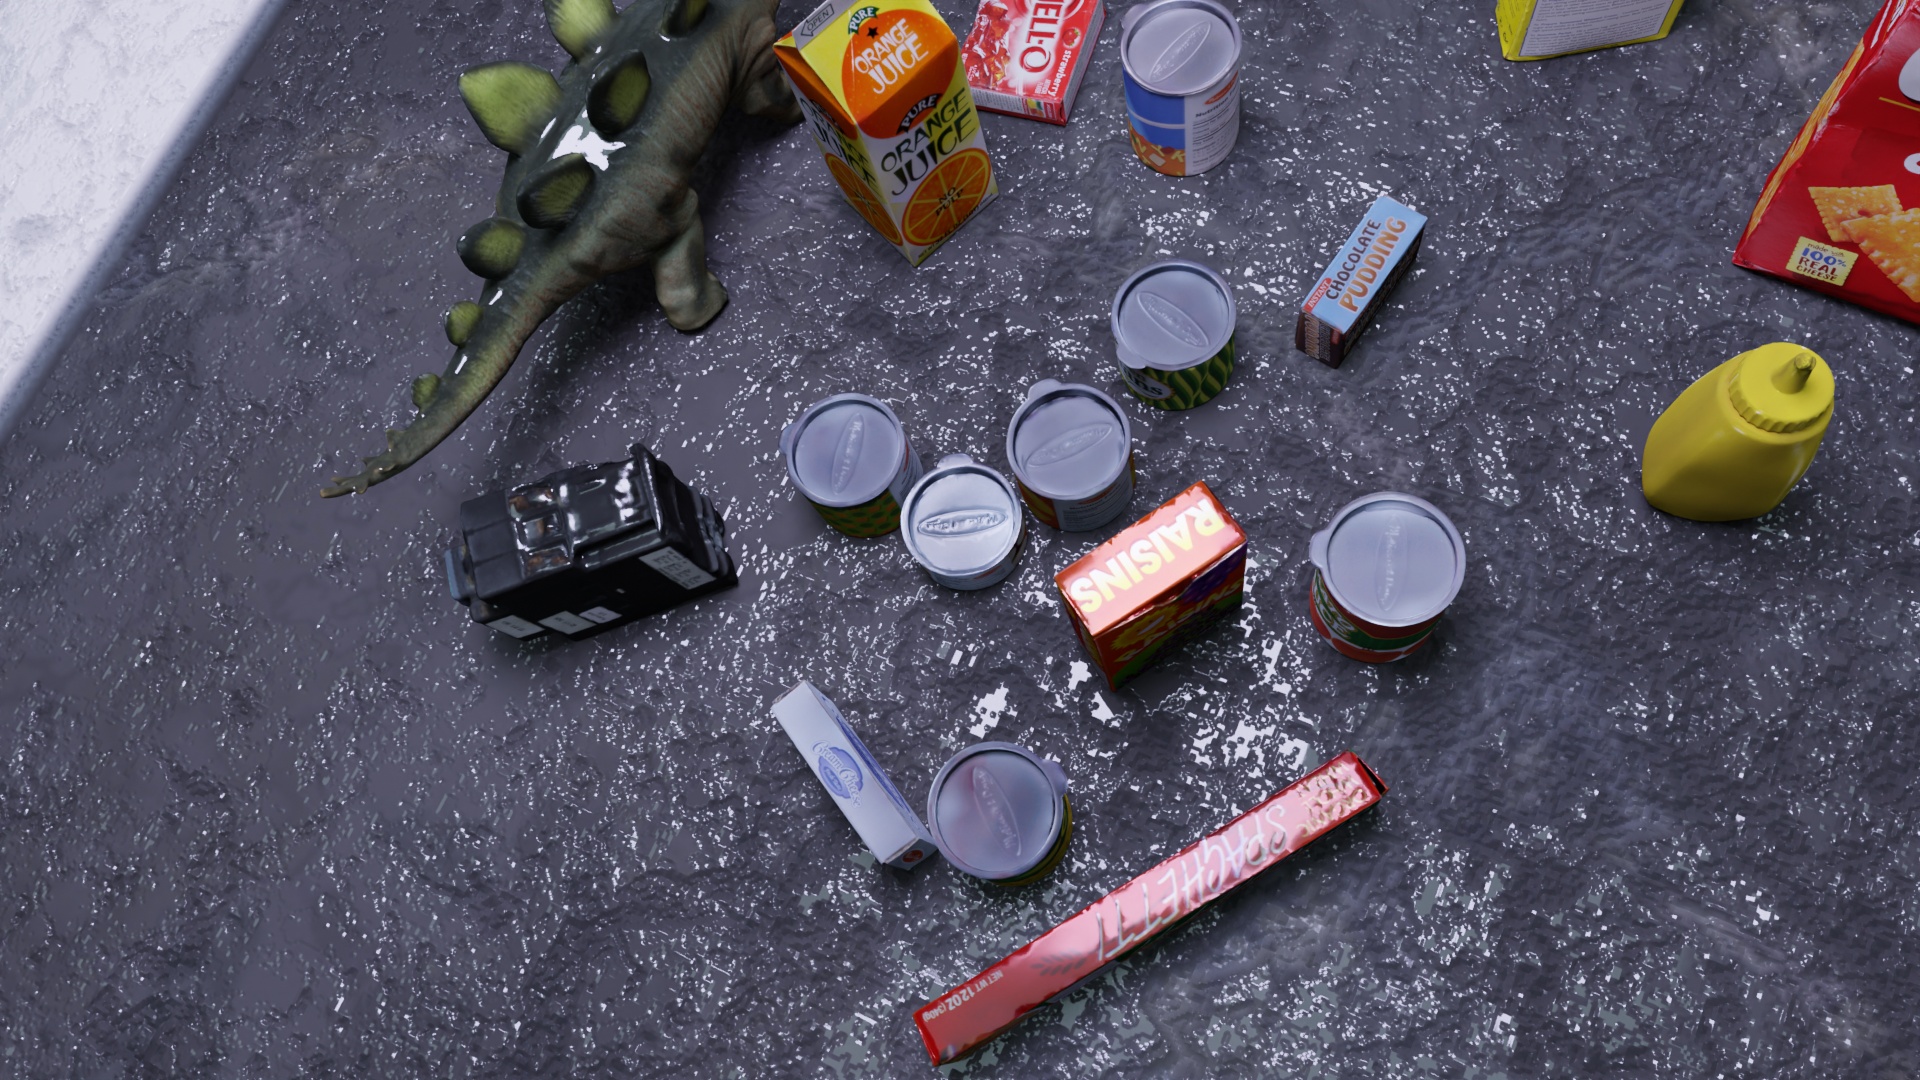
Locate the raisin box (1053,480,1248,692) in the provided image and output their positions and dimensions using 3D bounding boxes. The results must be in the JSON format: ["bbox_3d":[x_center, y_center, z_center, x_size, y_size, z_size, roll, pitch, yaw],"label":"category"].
[{"bbox_3d":[0.096,0.027,0.687,0.086,0.123,0.040,-32,69,-1],"label":"raisin box"}]

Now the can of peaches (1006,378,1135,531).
[{"bbox_3d":[0.060,-0.046,0.753,0.071,0.058,0.071,-3,71,9],"label":"can of peaches"}]

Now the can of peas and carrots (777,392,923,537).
[{"bbox_3d":[-0.060,-0.041,0.772,0.071,0.058,0.071,-3,71,9],"label":"can of peas and carrots"}]

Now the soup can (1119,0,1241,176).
[{"bbox_3d":[0.126,-0.262,0.801,0.071,0.083,0.071,-3,71,9],"label":"soup can"}]

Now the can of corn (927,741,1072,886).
[{"bbox_3d":[0.024,0.137,0.697,0.071,0.058,0.071,-3,71,9],"label":"can of corn"}]

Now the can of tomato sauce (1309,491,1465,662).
[{"bbox_3d":[0.208,0.021,0.691,0.071,0.083,0.071,-3,71,9],"label":"can of tomato sauce"}]

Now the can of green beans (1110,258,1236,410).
[{"bbox_3d":[0.118,-0.112,0.765,0.071,0.057,0.071,-3,71,9],"label":"can of green beans"}]

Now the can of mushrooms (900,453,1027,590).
[{"bbox_3d":[0.003,-0.010,0.764,0.071,0.033,0.071,-3,71,9],"label":"can of mushrooms"}]

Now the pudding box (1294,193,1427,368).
[{"bbox_3d":[0.219,-0.142,0.762,0.030,0.049,0.084,34,80,18],"label":"pudding box"}]

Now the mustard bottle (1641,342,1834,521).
[{"bbox_3d":[0.368,-0.054,0.646,0.065,0.160,0.049,10,74,13],"label":"mustard bottle"}]

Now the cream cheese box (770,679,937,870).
[{"bbox_3d":[-0.055,0.123,0.718,0.024,0.053,0.104,-38,69,-3],"label":"cream cheese box"}]

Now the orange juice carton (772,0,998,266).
[{"bbox_3d":[-0.040,-0.240,0.765,0.072,0.192,0.073,-42,70,-5],"label":"orange juice carton"}]

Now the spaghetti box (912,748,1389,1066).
[{"bbox_3d":[0.093,0.178,0.675,0.250,0.050,0.029,-31,69,-1],"label":"spaghetti box"}]
